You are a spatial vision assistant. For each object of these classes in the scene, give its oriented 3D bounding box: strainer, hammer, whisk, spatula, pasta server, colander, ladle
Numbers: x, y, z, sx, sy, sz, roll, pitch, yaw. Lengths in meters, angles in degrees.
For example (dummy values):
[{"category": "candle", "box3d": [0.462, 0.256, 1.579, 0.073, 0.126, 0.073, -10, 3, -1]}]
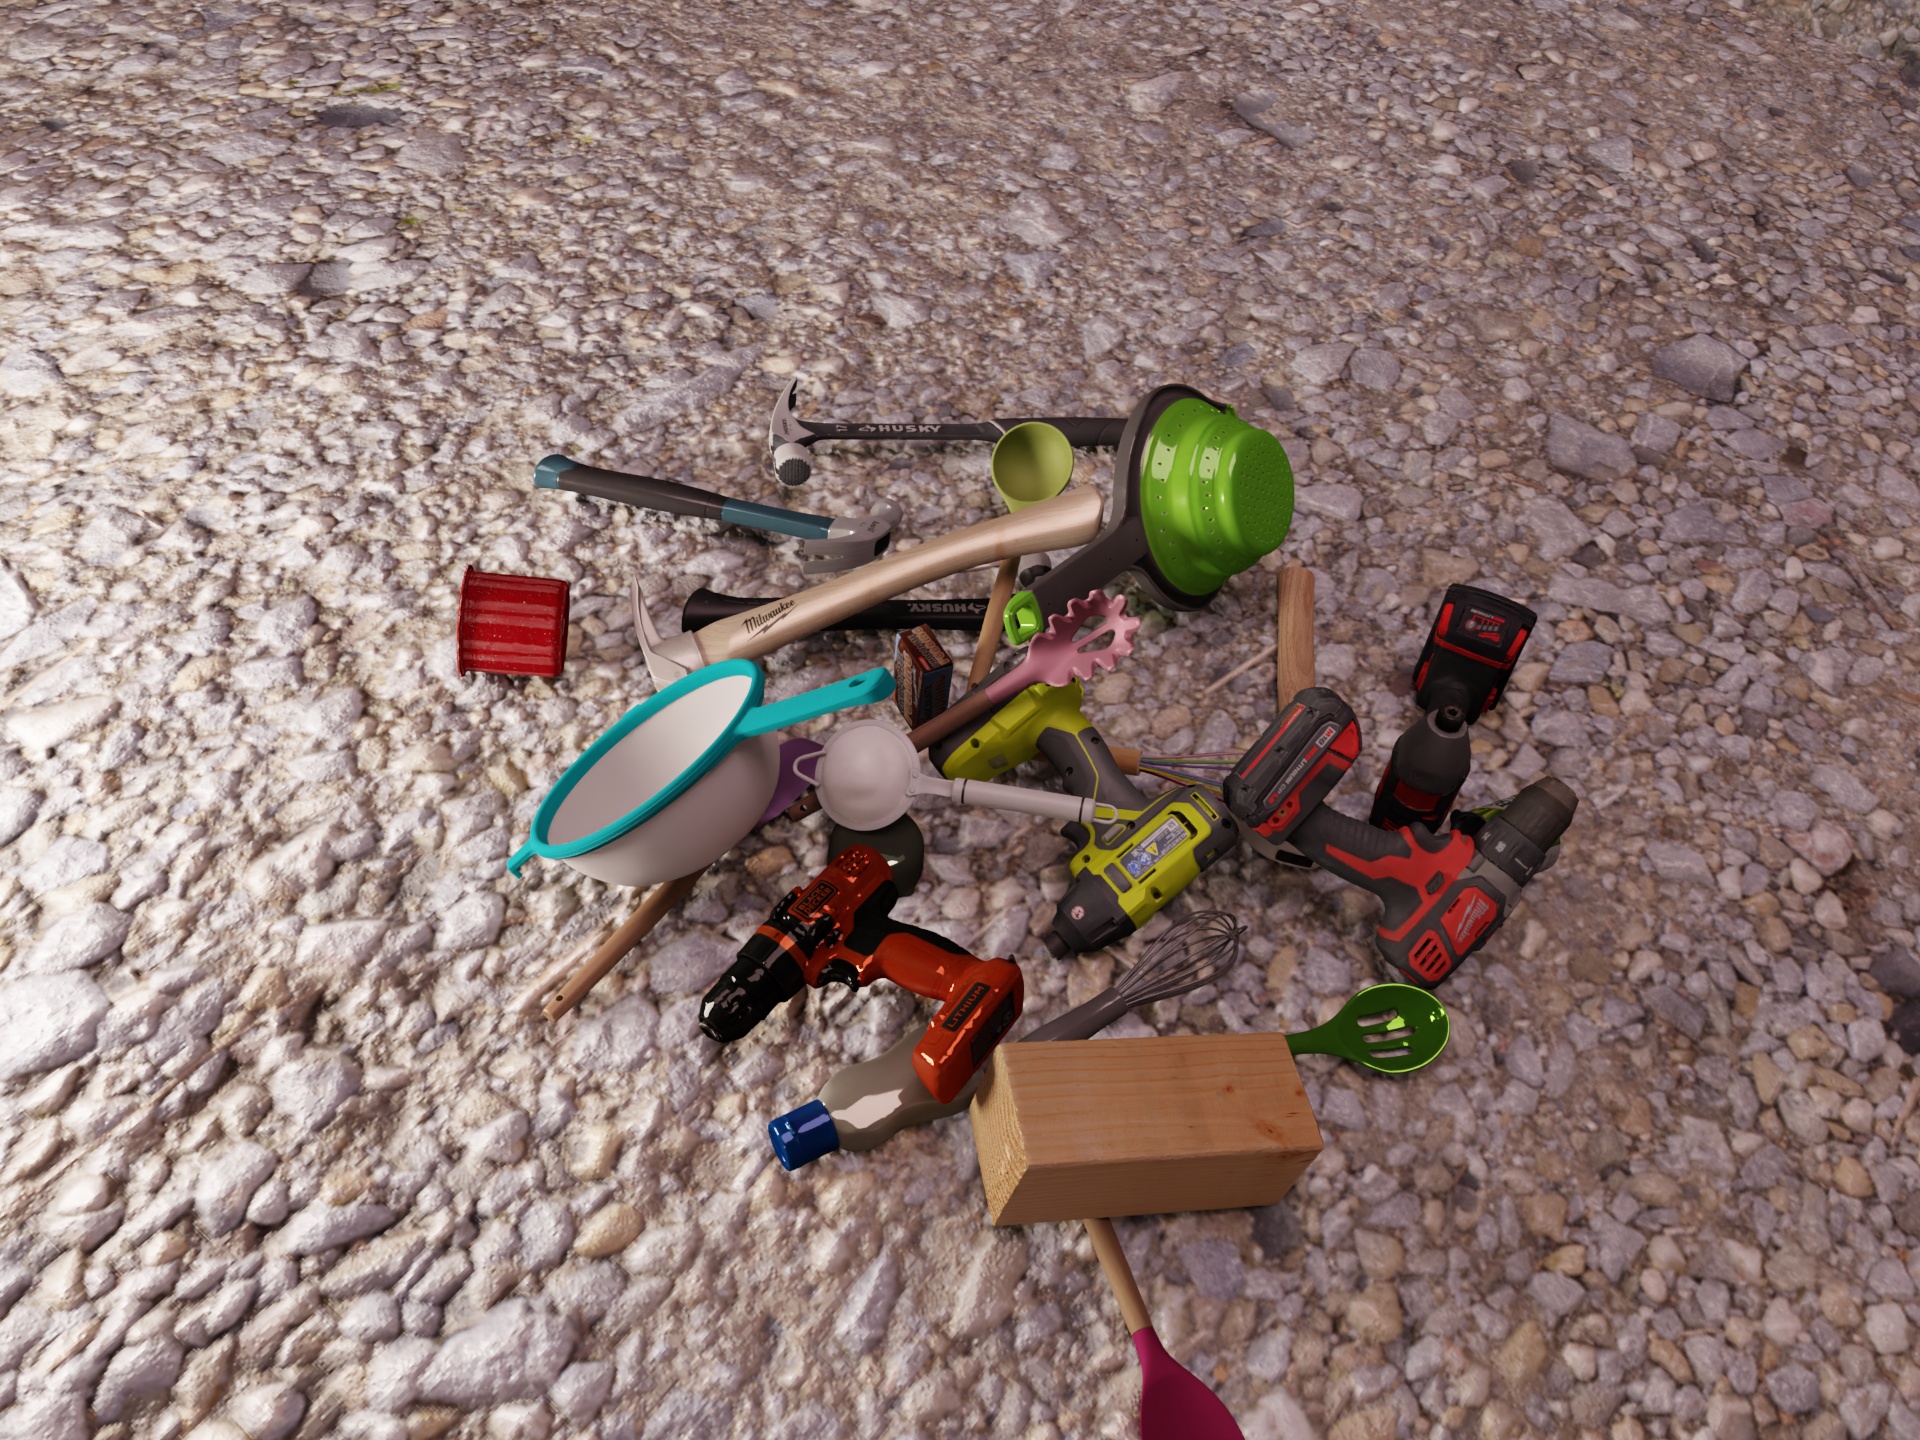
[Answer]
[{"category": "strainer", "box3d": [-0.008, 0.050, 1.204, 0.258, 0.050, 0.087, 9, 82, 9]}, {"category": "hammer", "box3d": [-0.227, -0.196, 1.452, 0.331, 0.033, 0.128, 12, 32, 7]}, {"category": "whisk", "box3d": [0.166, 0.039, 1.287, 0.245, 0.051, 0.047, 8, 71, 18]}, {"category": "hammer", "box3d": [-0.075, -0.089, 1.393, 0.334, 0.035, 0.146, -1, 50, -8]}, {"category": "hammer", "box3d": [0.015, -0.286, 1.565, 0.409, 0.036, 0.149, -2, 43, -12]}, {"category": "whisk", "box3d": [0.116, 0.206, 1.165, 0.239, 0.055, 0.055, -28, 59, -22]}, {"category": "spatula", "box3d": [-0.207, 0.113, 1.216, 0.060, 0.018, 0.316, 19, 48, 28]}, {"category": "pasta server", "box3d": [-0.002, -0.004, 1.229, 0.316, 0.040, 0.060, -31, 87, 10]}, {"category": "hammer", "box3d": [-0.073, -0.125, 1.350, 0.410, 0.038, 0.146, -22, 67, -9]}, {"category": "colander", "box3d": [0.182, -0.161, 1.352, 0.094, 0.204, 0.397, 2, 29, 41]}, {"category": "strainer", "box3d": [-0.160, 0.040, 1.150, 0.340, 0.095, 0.211, -17, 30, 36]}, {"category": "hammer", "box3d": [0.289, -0.013, 1.381, 0.130, 0.031, 0.332, 10, 49, 0]}, {"category": "ladle", "box3d": [0.041, -0.142, 1.396, 0.078, 0.062, 0.320, 4, 50, 14]}]

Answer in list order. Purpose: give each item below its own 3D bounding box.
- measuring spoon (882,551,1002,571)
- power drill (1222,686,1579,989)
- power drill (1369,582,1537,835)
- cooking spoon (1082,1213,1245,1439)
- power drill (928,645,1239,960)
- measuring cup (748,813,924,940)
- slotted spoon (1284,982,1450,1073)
[{"category": "measuring spoon", "box3d": [-0.013, -0.148, 1.461, 0.124, 0.018, 0.034, -8, 52, -15]}, {"category": "power drill", "box3d": [0.333, 0.069, 1.199, 0.226, 0.080, 0.188, 40, 96, -3]}, {"category": "power drill", "box3d": [0.406, -0.009, 1.322, 0.078, 0.143, 0.220, 22, 49, 14]}, {"category": "cooking spoon", "box3d": [0.109, 0.375, 1.040, 0.068, 0.017, 0.319, -8, 52, -21]}, {"category": "power drill", "box3d": [0.082, 0.064, 1.242, 0.171, 0.080, 0.223, -40, 64, -3]}, {"category": "measuring cup", "box3d": [-0.096, 0.121, 1.210, 0.083, 0.038, 0.167, 40, 54, 23]}, {"category": "slotted spoon", "box3d": [0.207, 0.238, 1.154, 0.313, 0.031, 0.070, -4, 56, -13]}]
